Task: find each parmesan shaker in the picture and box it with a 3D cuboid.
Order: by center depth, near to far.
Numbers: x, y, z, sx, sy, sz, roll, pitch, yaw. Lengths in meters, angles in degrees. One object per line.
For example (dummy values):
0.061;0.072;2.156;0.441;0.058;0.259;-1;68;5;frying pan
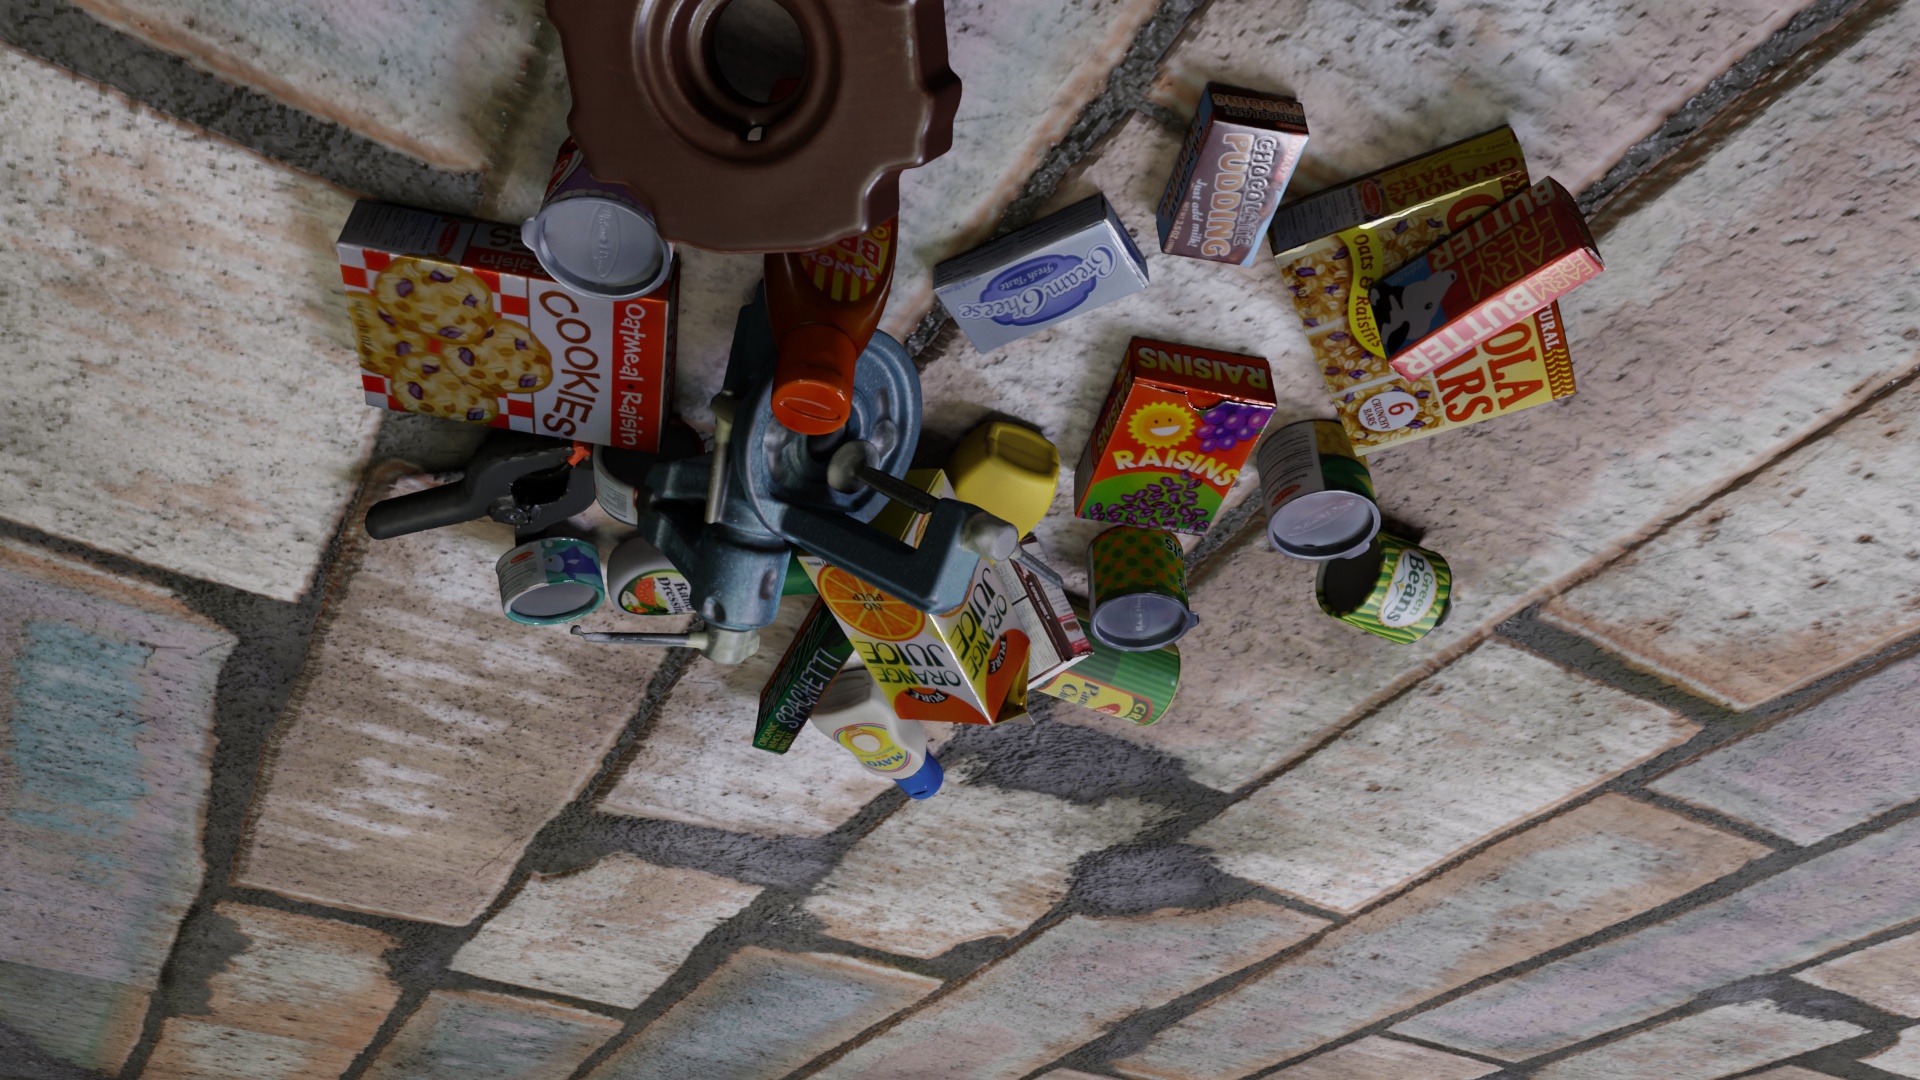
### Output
0.094;0.086;0.986;0.103;0.072;0.071;20;138;-22;parmesan shaker

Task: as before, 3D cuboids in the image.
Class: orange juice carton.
-0.017;0.051;0.855;0.072;0.073;0.192;-1;134;32;orange juice carton

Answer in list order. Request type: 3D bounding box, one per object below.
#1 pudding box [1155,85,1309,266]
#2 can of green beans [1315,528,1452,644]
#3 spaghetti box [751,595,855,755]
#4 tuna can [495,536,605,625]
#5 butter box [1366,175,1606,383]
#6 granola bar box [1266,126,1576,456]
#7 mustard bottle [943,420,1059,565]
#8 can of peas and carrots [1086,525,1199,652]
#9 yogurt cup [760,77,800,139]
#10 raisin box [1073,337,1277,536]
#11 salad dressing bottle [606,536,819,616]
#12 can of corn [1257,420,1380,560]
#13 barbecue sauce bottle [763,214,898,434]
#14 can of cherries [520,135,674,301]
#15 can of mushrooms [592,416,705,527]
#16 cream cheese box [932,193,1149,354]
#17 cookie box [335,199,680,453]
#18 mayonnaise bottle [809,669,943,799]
0.132;-0.177;0.681;0.050;0.030;0.083;7;141;-9;pudding box
0.275;0.028;0.906;0.058;0.071;0.071;21;138;-22;can of green beans
-0.098;0.076;0.990;0.029;0.050;0.248;17;139;-16;spaghetti box
-0.266;0.028;0.911;0.071;0.033;0.070;-15;156;-7;tuna can
0.247;-0.124;0.662;0.024;0.053;0.103;31;132;-34;butter box
0.246;-0.125;0.736;0.124;0.039;0.165;-17;138;21;granola bar box
0.003;-0.011;0.879;0.065;0.049;0.159;22;139;-17;mustard bottle
0.120;0.031;0.921;0.071;0.059;0.070;0;142;0;can of peas and carrots
-0.062;-0.185;0.651;0.054;0.073;0.072;10;141;3;yogurt cup
0.124;-0.058;0.824;0.086;0.040;0.122;9;140;-8;raisin box
-0.159;0.021;0.928;0.148;0.044;0.064;-4;141;7;salad dressing bottle
0.217;-0.029;0.842;0.071;0.058;0.070;1;141;1;can of corn
-0.065;-0.116;0.667;0.065;0.149;0.043;16;139;-17;barbecue sauce bottle
-0.175;-0.163;0.685;0.071;0.059;0.071;1;142;1;can of cherries
-0.184;-0.044;0.832;0.071;0.071;0.033;6;140;-6;can of mushrooms
0.042;-0.139;0.735;0.103;0.024;0.053;-19;138;23;cream cheese box
-0.242;-0.114;0.764;0.167;0.040;0.122;9;141;-8;cookie box
-0.060;0.157;1.098;0.064;0.041;0.147;-18;137;18;mayonnaise bottle
